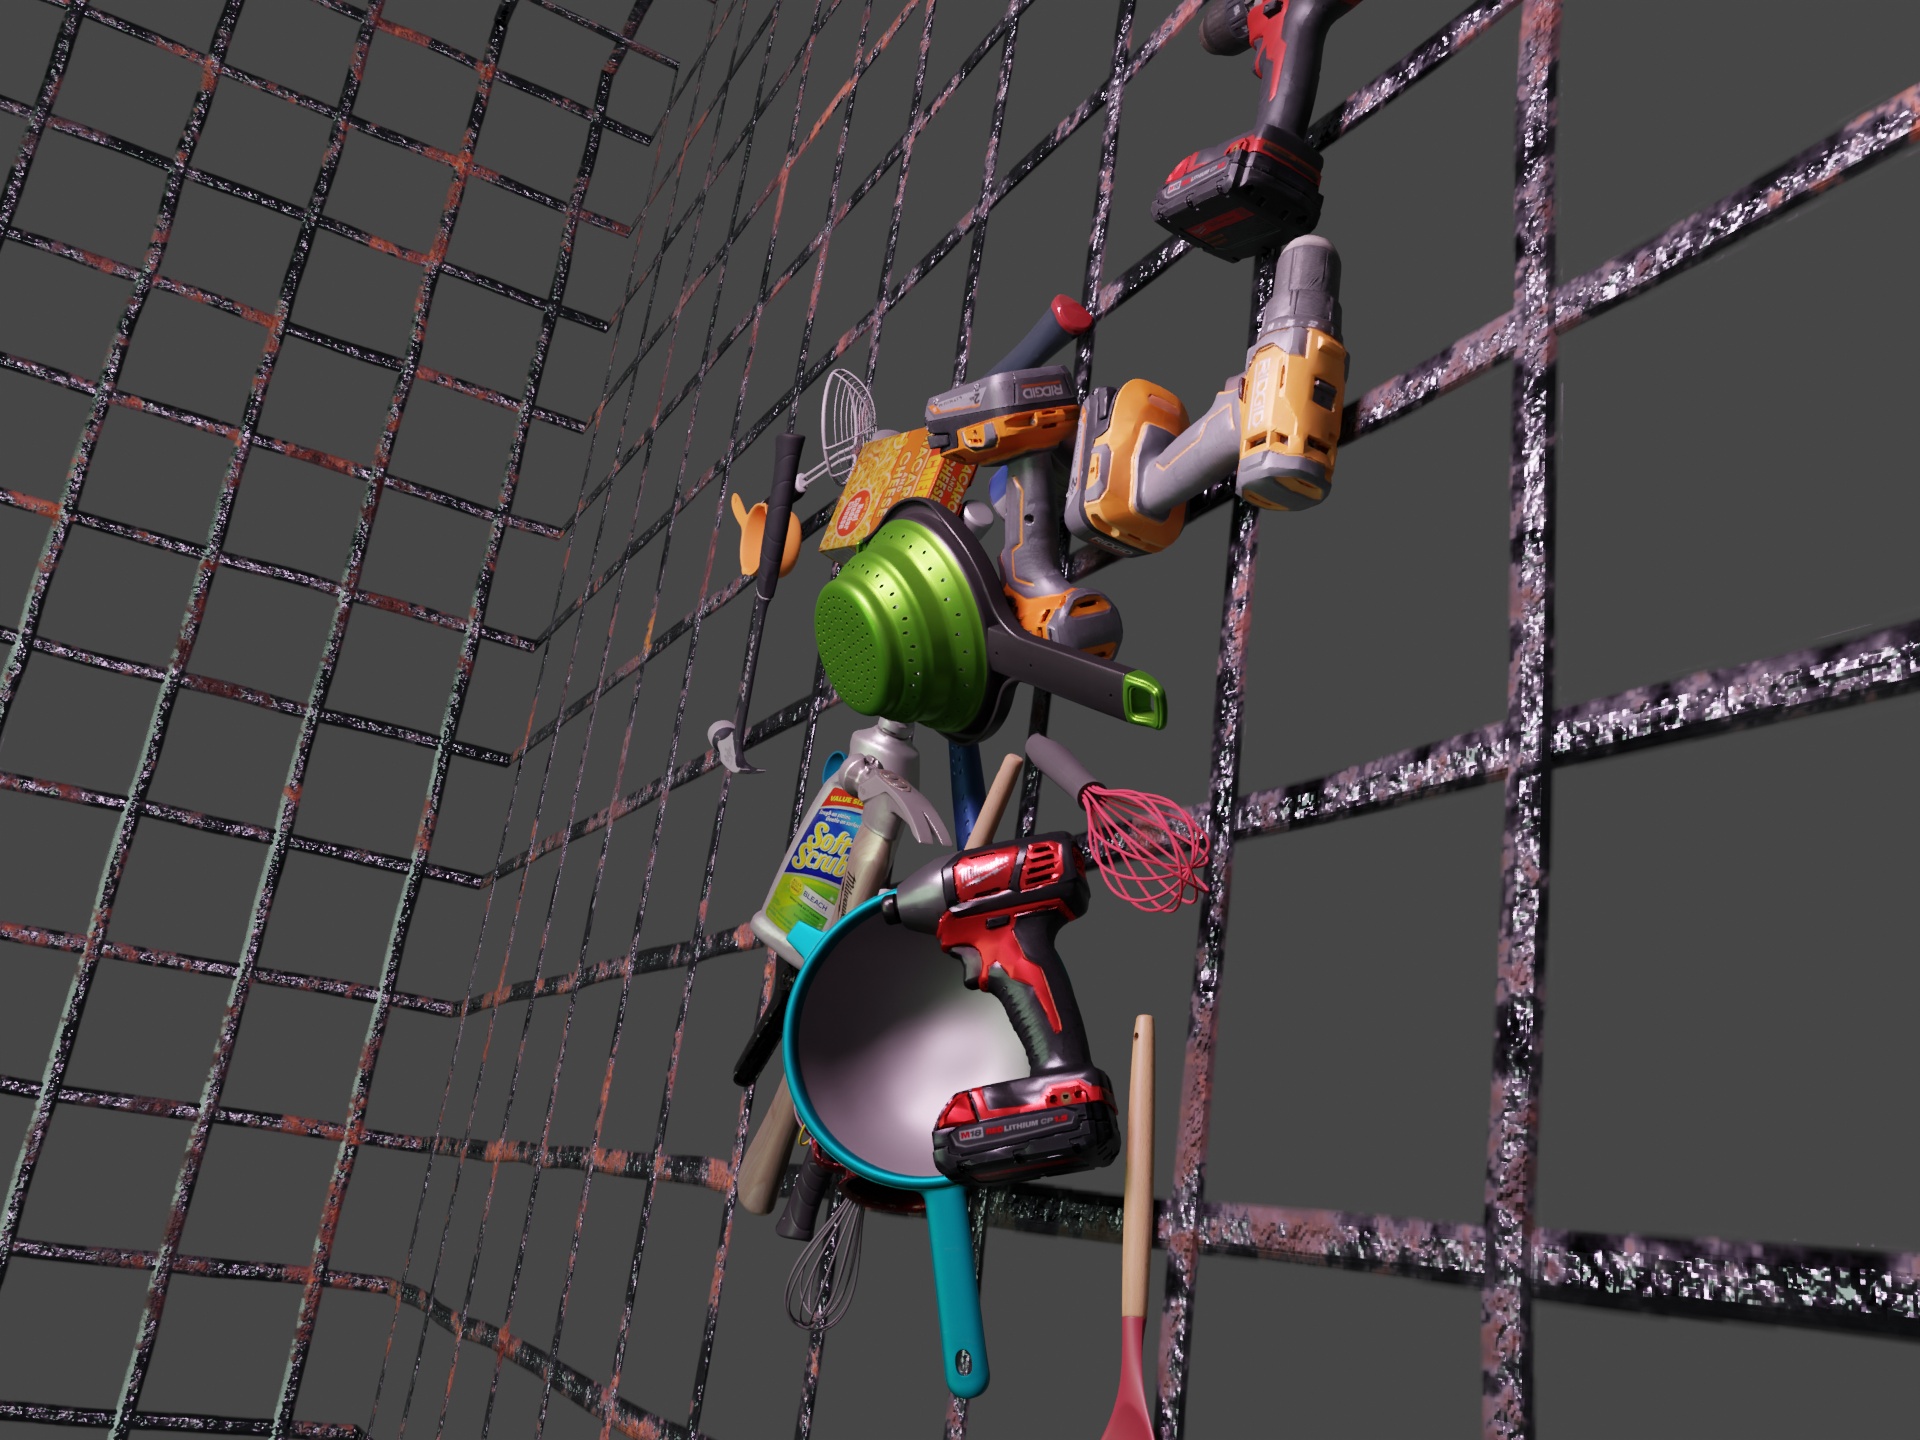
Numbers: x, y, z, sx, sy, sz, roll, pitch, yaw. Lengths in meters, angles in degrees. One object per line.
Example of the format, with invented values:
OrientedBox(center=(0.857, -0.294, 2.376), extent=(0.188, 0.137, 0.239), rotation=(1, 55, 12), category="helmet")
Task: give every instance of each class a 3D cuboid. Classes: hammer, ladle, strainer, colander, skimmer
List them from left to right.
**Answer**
OrientedBox(center=(-0.227, -0.129, 1.816), extent=(0.149, 0.036, 0.408), rotation=(-133, 51, -58), category="hammer")
OrientedBox(center=(-0.189, -0.302, 1.862), extent=(0.363, 0.090, 0.127), rotation=(-17, 66, 61), category="skimmer")
OrientedBox(center=(-0.110, 0.241, 1.337), extent=(0.146, 0.038, 0.410), rotation=(38, 114, 53), category="hammer")
OrientedBox(center=(-0.092, 0.301, 1.361), extent=(0.334, 0.035, 0.146), rotation=(-69, 22, 13), category="hammer")
OrientedBox(center=(-0.006, 0.288, 1.111), extent=(0.095, 0.211, 0.341), rotation=(55, -154, -66), category="strainer")
OrientedBox(center=(-0.005, -0.047, 1.191), extent=(0.397, 0.094, 0.204), rotation=(24, 126, 52), category="colander")
OrientedBox(center=(-0.002, -0.004, 1.368), extent=(0.144, 0.035, 0.406), rotation=(-49, 34, 40), category="hammer")
OrientedBox(center=(0.005, -0.282, 1.520), extent=(0.386, 0.038, 0.143), rotation=(-29, 51, 56), category="hammer")
OrientedBox(center=(0.105, 0.333, 0.960), extent=(0.069, 0.031, 0.316), rotation=(-34, 44, 53), category="ladle")

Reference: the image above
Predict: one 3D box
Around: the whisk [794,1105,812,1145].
OrientedBox(center=(-0.074, 0.245, 1.266), extent=(0.051, 0.047, 0.245), rotation=(45, 116, 45), category="whisk")

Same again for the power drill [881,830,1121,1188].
OrientedBox(center=(0.025, 0.187, 1.050), extent=(0.078, 0.143, 0.220), rotation=(58, -158, -62), category="power drill")

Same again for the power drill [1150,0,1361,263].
OrientedBox(center=(0.214, -0.457, 1.160), extent=(0.188, 0.080, 0.227), rotation=(7, 78, 64), category="power drill")

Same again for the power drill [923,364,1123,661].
OrientedBox(center=(0.040, -0.146, 1.232), extent=(0.164, 0.084, 0.226), rotation=(-2, 101, 58), category="power drill")

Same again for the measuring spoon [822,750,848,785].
OrientedBox(center=(-0.097, 0.065, 1.549), extent=(0.129, 0.021, 0.042), rotation=(29, 101, 55), category="measuring spoon")

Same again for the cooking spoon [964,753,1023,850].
OrientedBox(center=(-0.017, 0.168, 1.222), extent=(0.318, 0.017, 0.069), rotation=(-68, -14, 16), category="cooking spoon")

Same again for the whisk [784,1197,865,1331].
OrientedBox(center=(-0.085, 0.385, 1.292), extent=(0.055, 0.055, 0.239), rotation=(22, 91, 65), category="whisk")

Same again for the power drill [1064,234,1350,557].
OrientedBox(center=(0.174, -0.217, 1.093), extent=(0.226, 0.084, 0.185), rotation=(-15, 62, 56), category="power drill")

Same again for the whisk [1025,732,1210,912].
OrientedBox(center=(0.099, 0.060, 1.103), extent=(0.073, 0.073, 0.296), rotation=(-69, 21, 10), category="whisk")

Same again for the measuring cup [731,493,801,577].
OrientedBox(center=(-0.241, -0.237, 1.958), extent=(0.095, 0.052, 0.174), rotation=(-68, 29, 24), category="measuring cup")
